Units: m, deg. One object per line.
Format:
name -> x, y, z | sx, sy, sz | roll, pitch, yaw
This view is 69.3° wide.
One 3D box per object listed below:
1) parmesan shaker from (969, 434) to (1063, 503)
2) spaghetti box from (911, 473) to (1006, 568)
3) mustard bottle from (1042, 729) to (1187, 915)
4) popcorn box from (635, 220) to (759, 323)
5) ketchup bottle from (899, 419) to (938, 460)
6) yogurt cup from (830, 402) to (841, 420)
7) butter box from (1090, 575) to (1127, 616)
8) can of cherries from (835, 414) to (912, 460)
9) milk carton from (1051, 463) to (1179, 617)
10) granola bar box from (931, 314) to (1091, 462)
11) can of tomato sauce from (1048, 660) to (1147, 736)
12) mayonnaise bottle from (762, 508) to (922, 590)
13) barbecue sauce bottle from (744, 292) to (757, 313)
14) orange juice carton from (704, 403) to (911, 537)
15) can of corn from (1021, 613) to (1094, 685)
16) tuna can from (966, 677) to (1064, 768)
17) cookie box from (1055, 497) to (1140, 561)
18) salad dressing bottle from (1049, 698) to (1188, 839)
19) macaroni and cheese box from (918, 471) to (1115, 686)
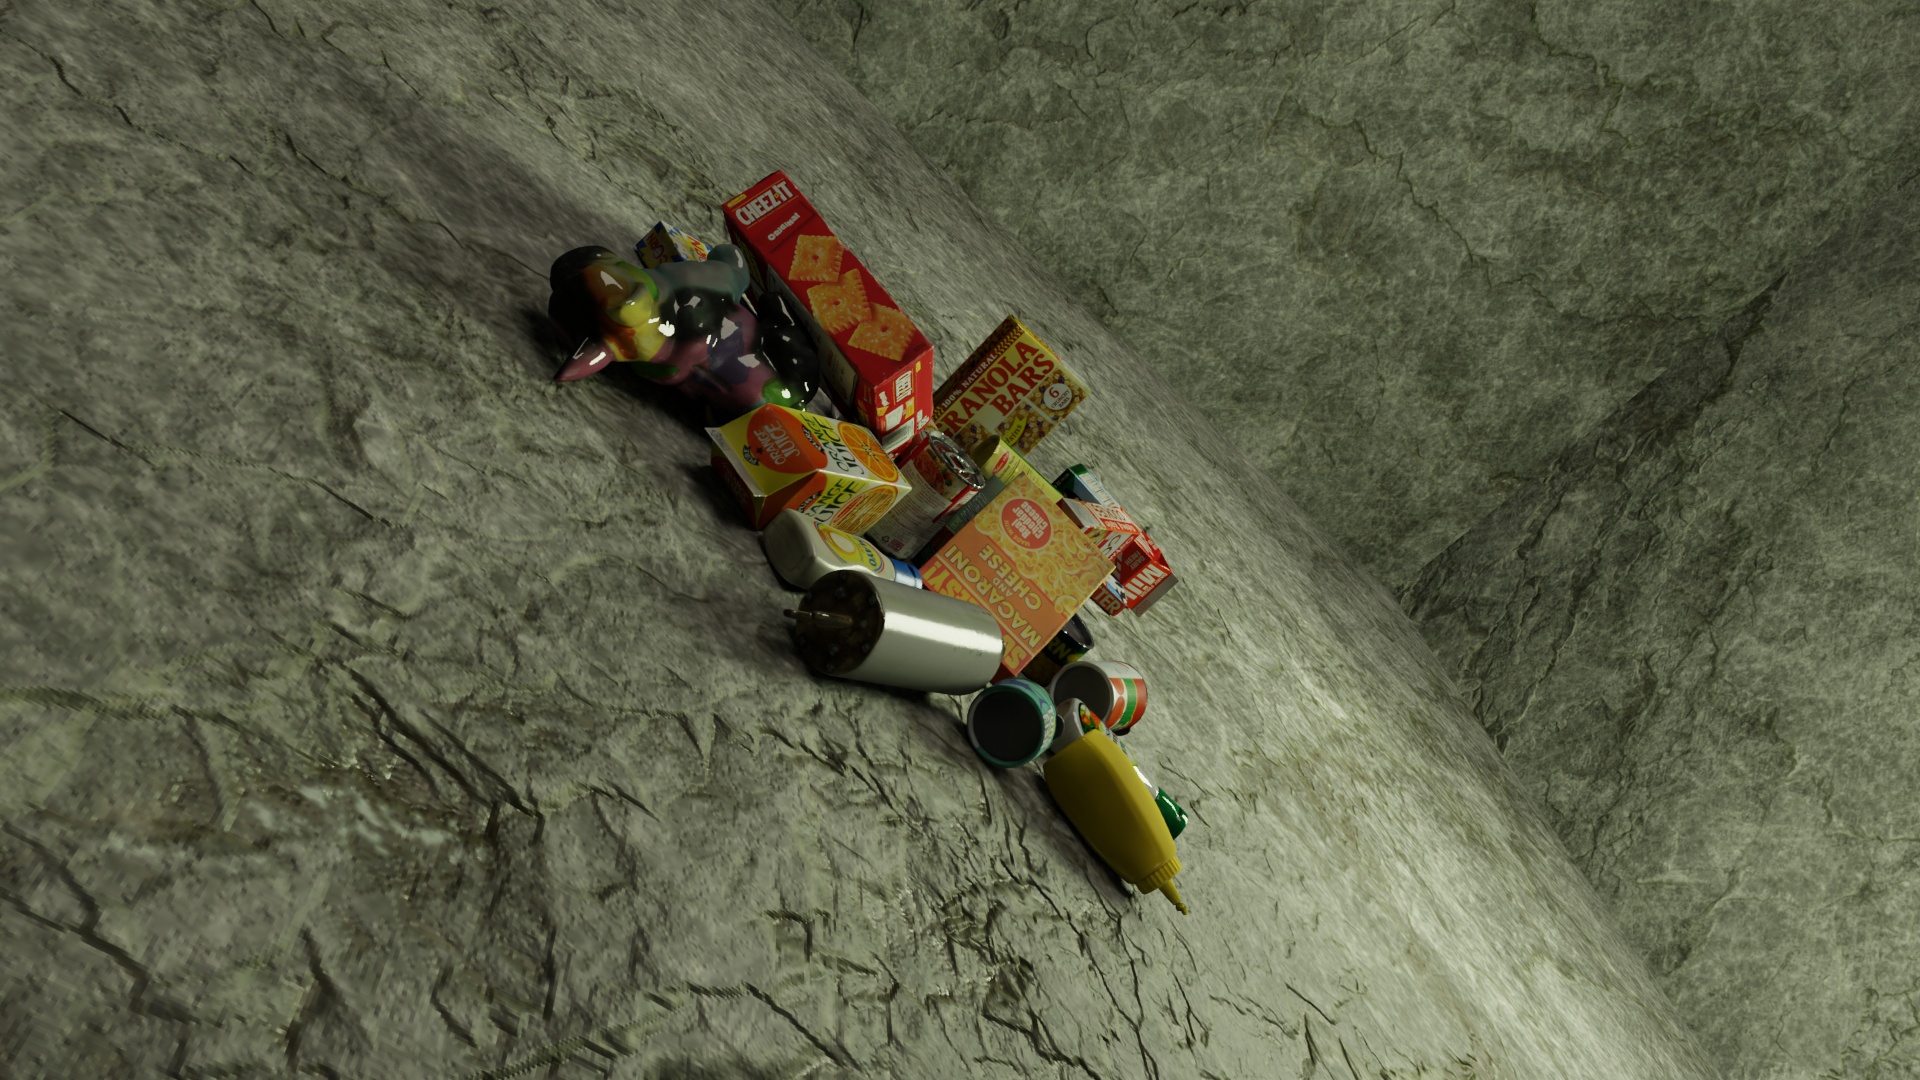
parmesan shaker -> 0.055, -0.058, 1.552 | 0.103, 0.071, 0.071 | 42, 18, -19
spaghetti box -> 0.005, -0.017, 1.367 | 0.028, 0.050, 0.251 | 45, 18, -1
mustard bottle -> 0.132, 0.230, 1.108 | 0.160, 0.065, 0.049 | 56, 24, 9
popcorn box -> -0.239, -0.230, 1.287 | 0.085, 0.038, 0.127 | 21, 30, -54
ketchup bottle -> -0.045, -0.107, 1.458 | 0.064, 0.043, 0.149 | 32, 22, -39
yogurt cup -> -0.090, -0.133, 1.380 | 0.072, 0.072, 0.054 | 48, 9, 5
butter box -> 0.149, 0.040, 1.618 | 0.103, 0.024, 0.053 | 42, 18, -16
can of cherries -> -0.087, -0.095, 1.310 | 0.071, 0.058, 0.072 | 41, 18, -16
milk carton -> 0.177, 0.001, 1.689 | 0.190, 0.072, 0.073 | 48, 17, 7
granola bar box -> 0.045, -0.155, 1.569 | 0.124, 0.165, 0.039 | 38, 17, -25
can of tomato sauce -> 0.126, 0.145, 1.272 | 0.071, 0.071, 0.083 | 54, 19, 21
mayonnaise bottle -> -0.087, 0.020, 1.087 | 0.148, 0.041, 0.065 | 22, 28, -52
barbecue sauce bottle -> -0.174, -0.198, 1.357 | 0.065, 0.043, 0.149 | 31, 24, -44
orange juice carton -> -0.126, -0.053, 1.104 | 0.072, 0.073, 0.193 | 53, 19, 20
can of corn -> 0.080, 0.092, 1.288 | 0.071, 0.058, 0.071 | 42, 18, -17
tuna can -> 0.042, 0.142, 1.076 | 0.071, 0.071, 0.033 | 50, 19, 11
cookie box -> 0.100, 0.016, 1.392 | 0.040, 0.122, 0.167 | 54, 18, 18
salad dressing bottle -> 0.134, 0.201, 1.200 | 0.147, 0.044, 0.064 | 44, 22, -8
macaroni and cheese box -> 0.044, 0.034, 1.222 | 0.124, 0.040, 0.167 | 46, 52, 1
